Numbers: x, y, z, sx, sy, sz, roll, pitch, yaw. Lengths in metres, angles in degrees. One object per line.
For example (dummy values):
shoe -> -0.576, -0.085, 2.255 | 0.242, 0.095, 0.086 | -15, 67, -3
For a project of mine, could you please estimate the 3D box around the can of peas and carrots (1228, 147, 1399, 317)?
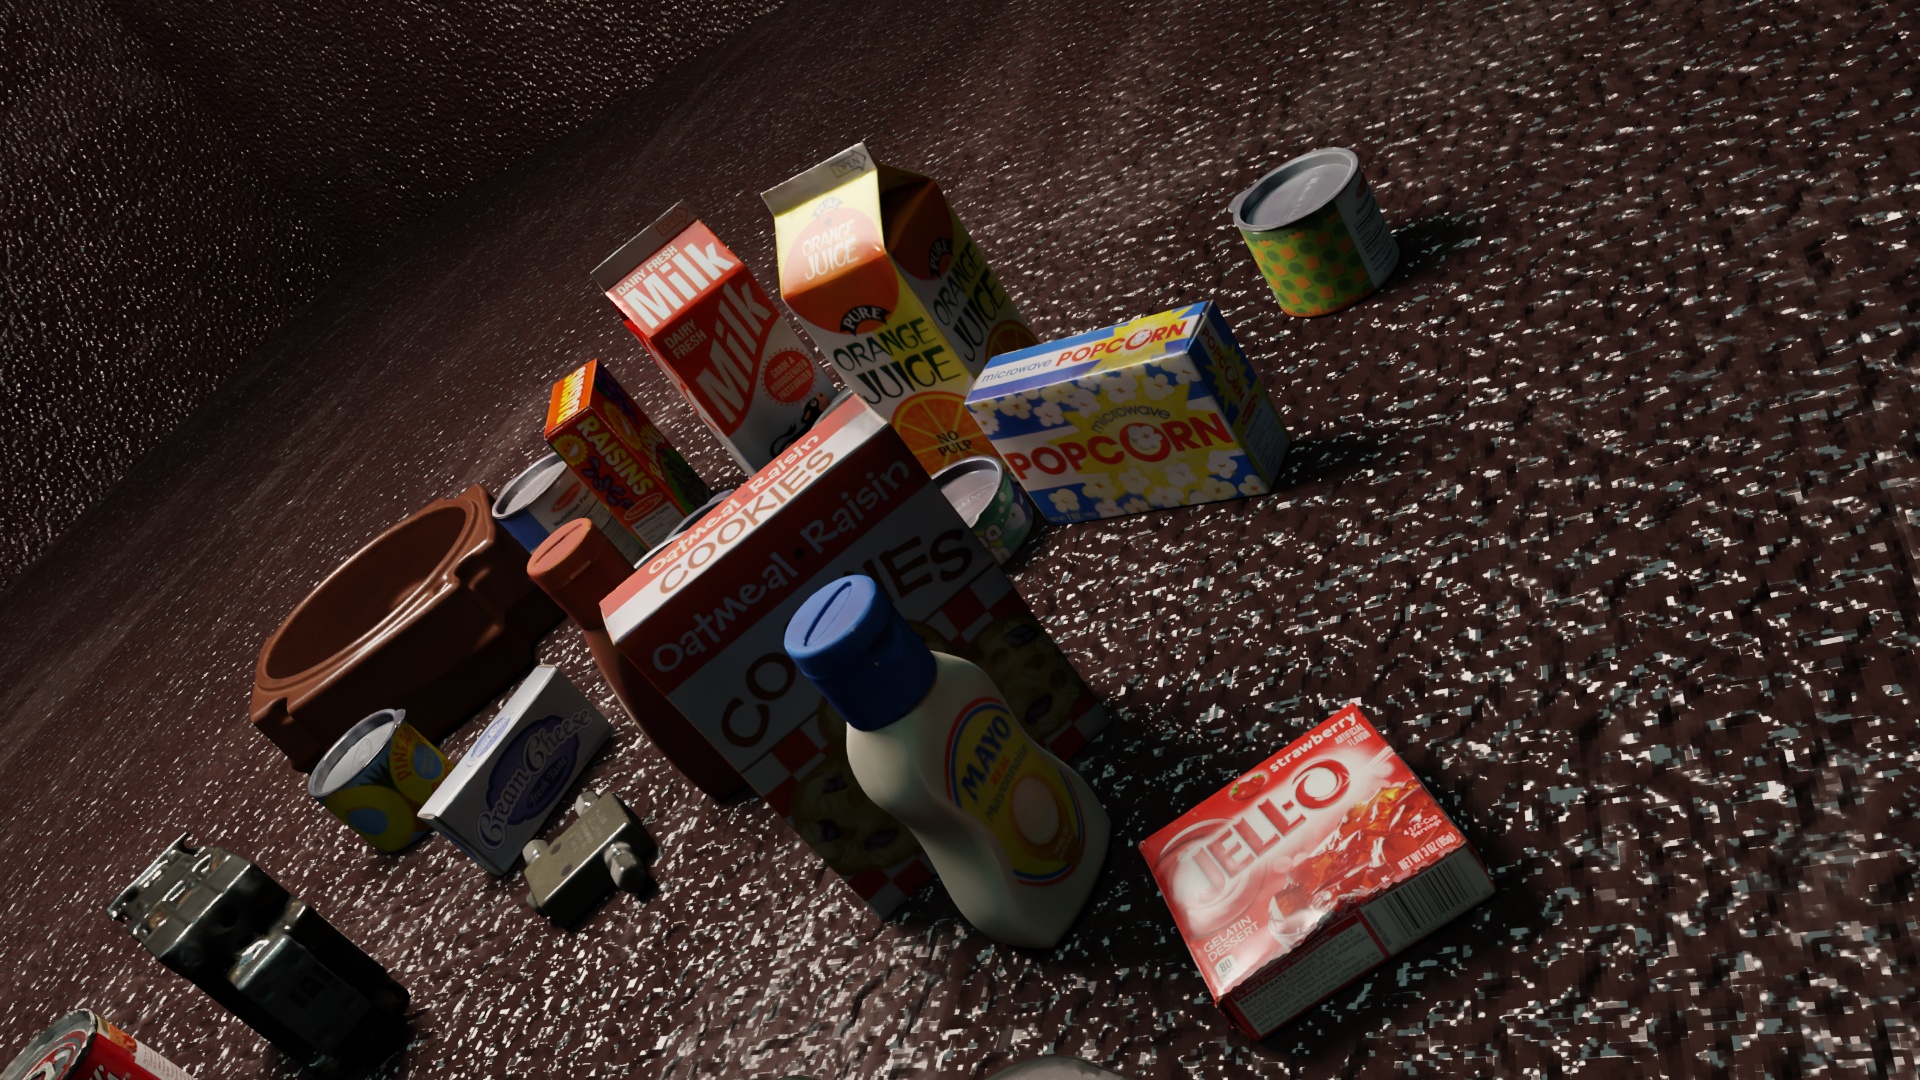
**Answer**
can of peas and carrots -> 0.179, -0.155, 0.706 | 0.071, 0.058, 0.071 | -27, 30, 17

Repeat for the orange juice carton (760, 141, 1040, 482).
orange juice carton -> -0.024, -0.116, 0.730 | 0.071, 0.192, 0.073 | -14, 36, 35

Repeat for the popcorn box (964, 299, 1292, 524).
popcorn box -> 0.076, -0.055, 0.645 | 0.126, 0.085, 0.038 | -9, 39, 40

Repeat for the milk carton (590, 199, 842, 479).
milk carton -> -0.136, -0.107, 0.839 | 0.072, 0.190, 0.073 | -42, 29, -9

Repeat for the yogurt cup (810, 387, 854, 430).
yogurt cup -> -0.047, -0.055, 0.809 | 0.072, 0.053, 0.073 | -27, 30, 17

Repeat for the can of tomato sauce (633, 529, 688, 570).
can of tomato sauce -> -0.132, 0.047, 0.721 | 0.071, 0.083, 0.071 | -27, 30, 17

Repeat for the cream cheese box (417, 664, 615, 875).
cream cheese box -> -0.239, 0.124, 0.755 | 0.024, 0.053, 0.104 | -5, 42, 44

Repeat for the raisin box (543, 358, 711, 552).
raisin box -> -0.216, -0.050, 0.910 | 0.040, 0.123, 0.086 | -33, 29, 8

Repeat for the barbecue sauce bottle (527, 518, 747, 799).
barbecue sauce bottle -> -0.140, 0.054, 0.654 | 0.065, 0.148, 0.044 | -42, 29, -10

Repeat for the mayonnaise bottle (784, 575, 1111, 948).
mayonnaise bottle -> -0.003, 0.075, 0.476 | 0.041, 0.147, 0.065 | -6, 41, 43

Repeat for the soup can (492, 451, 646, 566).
soup can -> -0.266, -0.010, 0.948 | 0.071, 0.083, 0.072 | -27, 30, 17

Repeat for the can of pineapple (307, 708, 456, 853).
can of pineapple -> -0.343, 0.144, 0.833 | 0.071, 0.057, 0.071 | -27, 30, 17

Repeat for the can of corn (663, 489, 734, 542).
can of corn -> -0.130, 0.015, 0.791 | 0.071, 0.058, 0.071 | -27, 30, 17

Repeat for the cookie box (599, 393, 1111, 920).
cookie box -> -0.035, 0.047, 0.531 | 0.123, 0.167, 0.040 | -40, 29, -6

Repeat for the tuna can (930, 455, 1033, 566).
tuna can -> 0.003, -0.009, 0.710 | 0.071, 0.032, 0.071 | -27, 30, 17
